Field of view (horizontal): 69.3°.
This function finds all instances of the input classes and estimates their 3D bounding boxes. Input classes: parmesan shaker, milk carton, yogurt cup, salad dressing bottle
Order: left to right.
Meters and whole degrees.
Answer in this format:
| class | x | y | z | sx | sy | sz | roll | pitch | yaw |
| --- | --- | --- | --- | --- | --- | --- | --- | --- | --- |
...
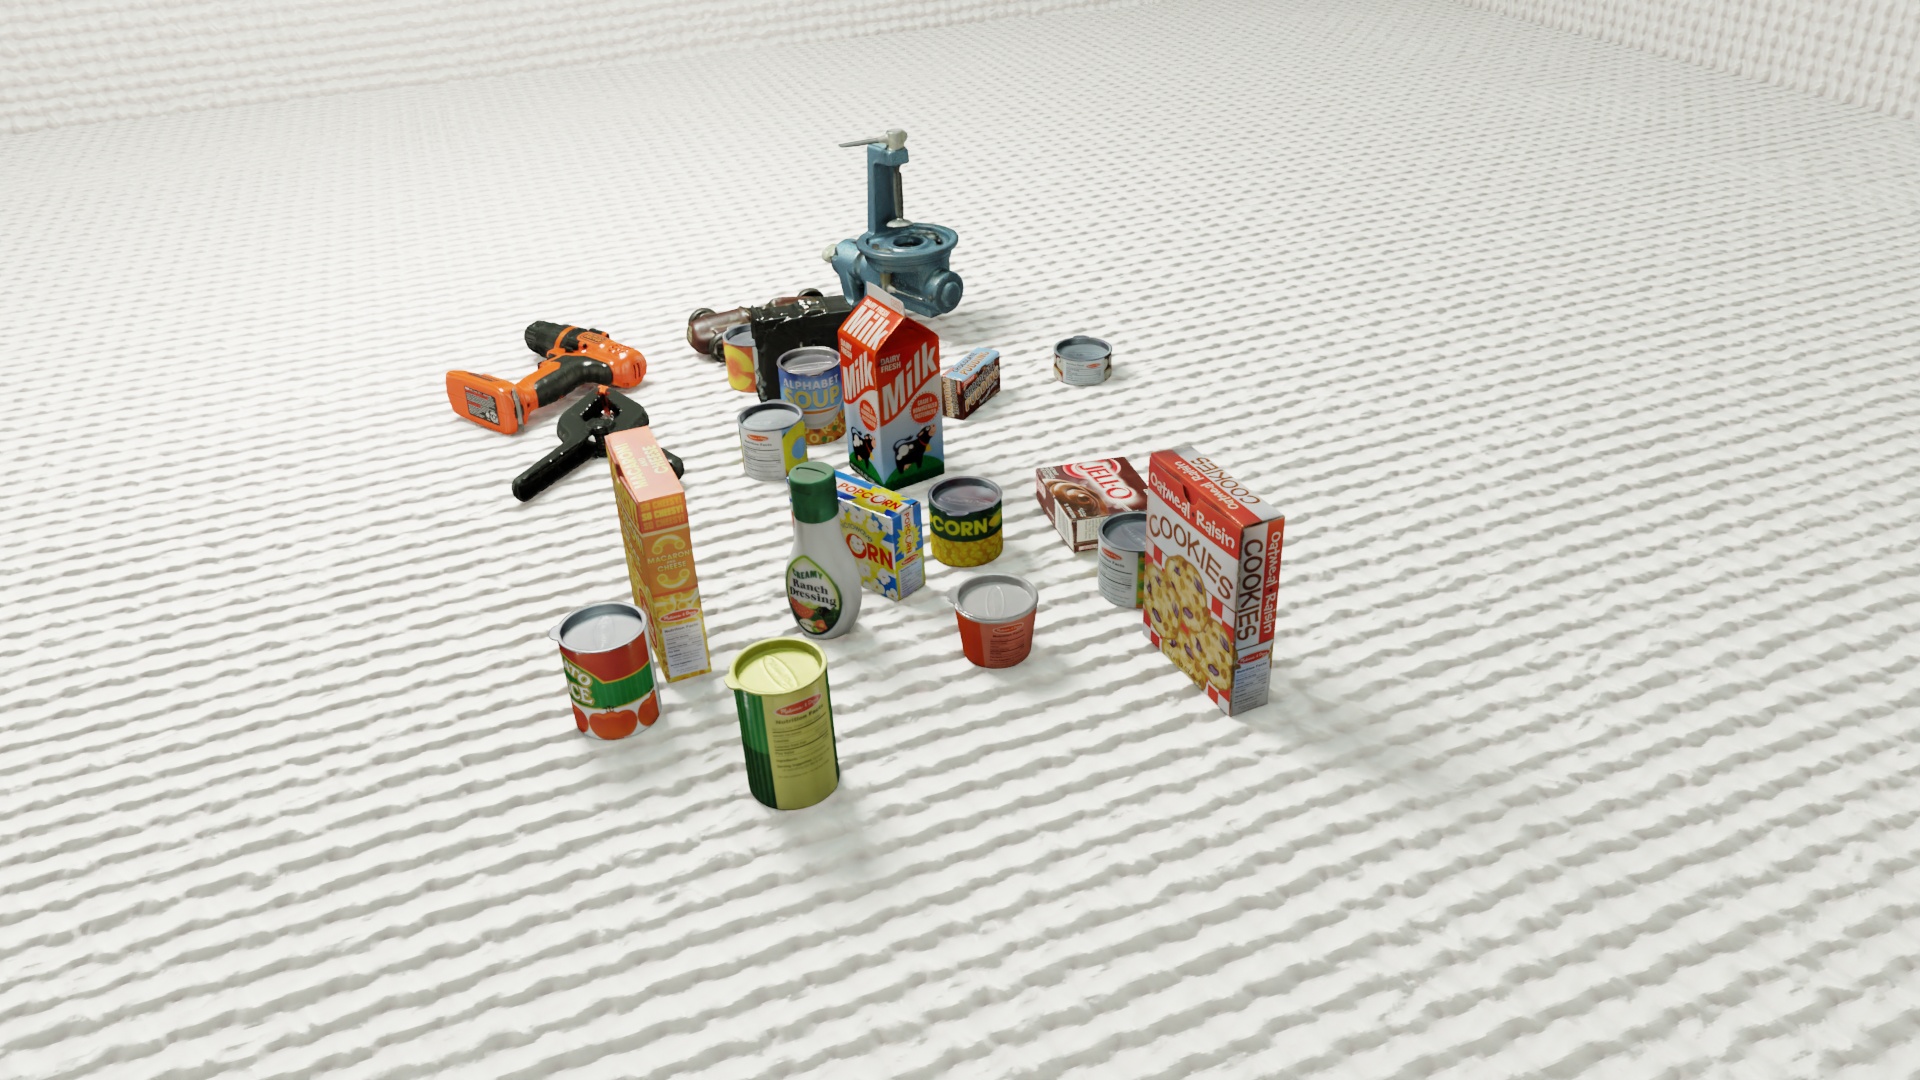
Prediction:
| class | x | y | z | sx | sy | sz | roll | pitch | yaw |
| --- | --- | --- | --- | --- | --- | --- | --- | --- | --- |
| parmesan shaker | -0.124 | 0.128 | 0.964 | 0.071 | 0.102 | 0.071 | -2 | 31 | 1 |
| salad dressing bottle | -0.113 | 0.008 | 1.117 | 0.064 | 0.147 | 0.044 | 14 | 35 | 25 |
| milk carton | -0.066 | -0.149 | 1.331 | 0.074 | 0.189 | 0.072 | -20 | 35 | -27 |
| yogurt cup | 0.028 | 0.065 | 1.104 | 0.072 | 0.053 | 0.073 | -2 | 31 | 1 |

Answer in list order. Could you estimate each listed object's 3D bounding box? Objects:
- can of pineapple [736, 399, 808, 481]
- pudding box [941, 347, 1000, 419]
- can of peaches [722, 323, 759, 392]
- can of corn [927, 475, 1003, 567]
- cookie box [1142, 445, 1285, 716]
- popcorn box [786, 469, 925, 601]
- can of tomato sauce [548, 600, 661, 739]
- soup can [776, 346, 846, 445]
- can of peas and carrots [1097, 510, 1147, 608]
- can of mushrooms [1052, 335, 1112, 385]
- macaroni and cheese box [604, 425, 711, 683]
| class | x | y | z | sx | sy | sz | roll | pitch | yaw |
| --- | --- | --- | --- | --- | --- | --- | --- | --- | --- |
| can of pineapple | -0.186 | -0.100 | 1.385 | 0.071 | 0.057 | 0.071 | -2 | 31 | 1 |
| pudding box | 0.011 | -0.170 | 1.494 | 0.030 | 0.049 | 0.084 | 15 | 35 | 27 |
| can of peaches | -0.233 | -0.207 | 1.563 | 0.071 | 0.057 | 0.071 | -2 | 31 | 1 |
| can of corn | 0.004 | -0.015 | 1.233 | 0.071 | 0.058 | 0.071 | -2 | 31 | 1 |
| cookie box | 0.186 | 0.029 | 1.044 | 0.040 | 0.166 | 0.123 | -15 | 33 | -20 |
| popcorn box | -0.091 | -0.009 | 1.204 | 0.127 | 0.084 | 0.038 | 21 | 38 | 33 |
| can of tomato sauce | -0.264 | 0.098 | 1.041 | 0.071 | 0.082 | 0.071 | -2 | 31 | 1 |
| soup can | -0.153 | -0.148 | 1.438 | 0.071 | 0.083 | 0.072 | -2 | 31 | 1 |
| can of peas and carrots | 0.151 | 0.015 | 1.173 | 0.071 | 0.058 | 0.071 | -2 | 31 | 1 |
| can of mushrooms | 0.137 | -0.202 | 1.554 | 0.071 | 0.033 | 0.071 | -2 | 31 | 1 |
| macaroni and cheese box | -0.241 | 0.010 | 1.104 | 0.040 | 0.165 | 0.124 | -15 | 33 | -19 |
